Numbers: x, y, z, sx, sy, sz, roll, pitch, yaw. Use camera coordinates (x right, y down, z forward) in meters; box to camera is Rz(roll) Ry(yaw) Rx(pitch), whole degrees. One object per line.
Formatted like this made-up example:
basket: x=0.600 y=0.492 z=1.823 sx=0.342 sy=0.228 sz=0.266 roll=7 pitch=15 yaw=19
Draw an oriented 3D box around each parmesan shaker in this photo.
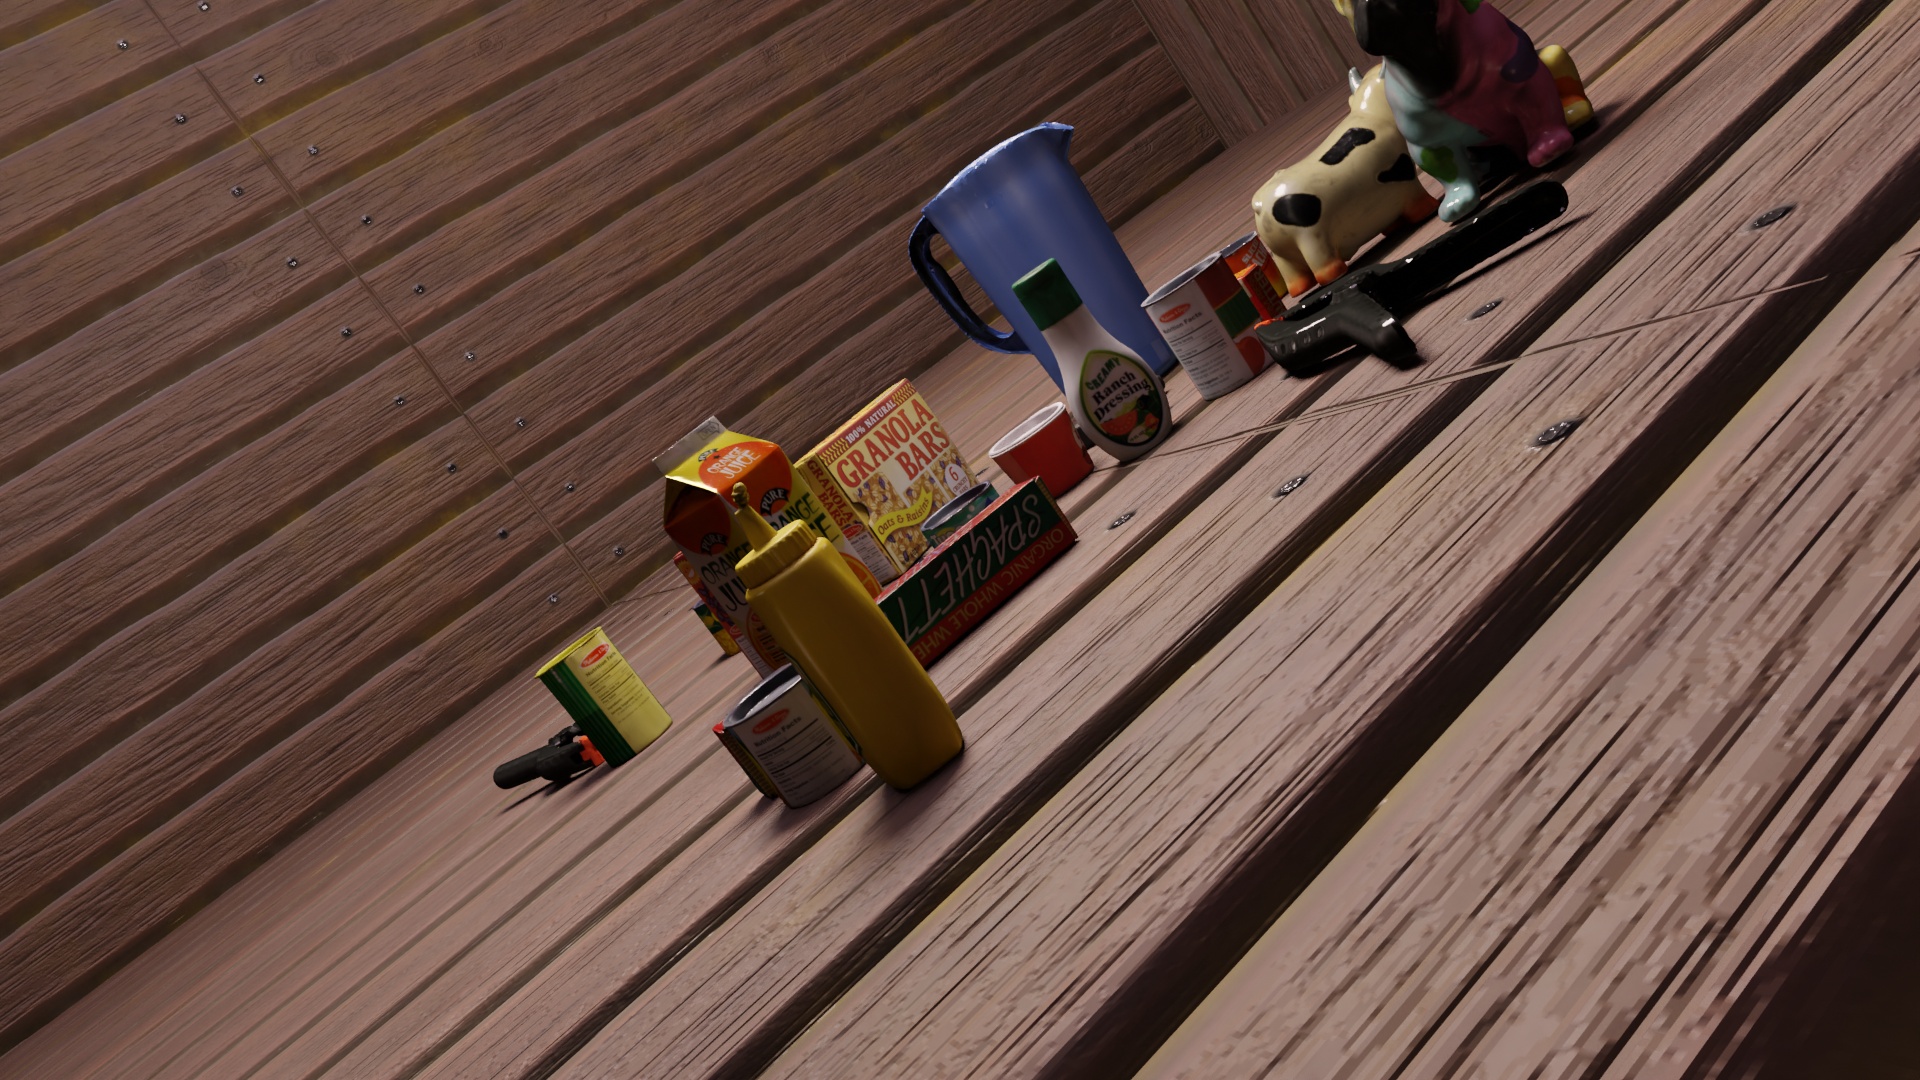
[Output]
parmesan shaker: x=-0.305 y=0.136 z=1.184 sx=0.071 sy=0.103 sz=0.071 roll=-34 pitch=10 yaw=7

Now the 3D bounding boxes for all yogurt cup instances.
yogurt cup: x=0.063 y=-0.063 z=1.038 sx=0.072 sy=0.054 sz=0.072 roll=-34 pitch=10 yaw=7

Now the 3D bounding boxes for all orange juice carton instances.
orange juice carton: x=-0.135 y=0.006 z=0.965 sx=0.072 sy=0.192 sz=0.072 roll=-27 pitch=13 yaw=42

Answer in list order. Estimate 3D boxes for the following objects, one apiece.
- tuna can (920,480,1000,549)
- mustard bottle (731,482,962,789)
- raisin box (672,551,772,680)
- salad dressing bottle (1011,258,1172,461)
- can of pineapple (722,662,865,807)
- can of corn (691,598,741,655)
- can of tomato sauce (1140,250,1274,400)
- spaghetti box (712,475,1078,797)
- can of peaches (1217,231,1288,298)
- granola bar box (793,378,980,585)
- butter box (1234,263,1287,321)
tuna can: x=0.004 y=-0.013 z=1.065 sx=0.071 sy=0.033 sz=0.071 roll=-34 pitch=10 yaw=7
mustard bottle: x=-0.061 y=0.041 z=0.648 sx=0.049 sy=0.160 sz=0.065 roll=-37 pitch=9 yaw=-8
raisin box: x=-0.159 y=0.037 z=1.104 sx=0.040 sy=0.123 sz=0.086 roll=-28 pitch=12 yaw=38
salad dressing bottle: x=0.091 y=-0.127 z=0.973 sx=0.064 sy=0.147 sz=0.044 roll=-35 pitch=9 yaw=0
can of pineapple: x=-0.083 y=0.100 z=0.744 sx=0.071 sy=0.058 sz=0.071 roll=-34 pitch=10 yaw=7
can of corn: x=-0.212 y=0.068 z=1.325 sx=0.071 sy=0.058 sz=0.071 roll=-34 pitch=10 yaw=7
can of tomato sauce: x=0.180 y=-0.152 z=0.987 sx=0.071 sy=0.083 sz=0.071 roll=-34 pitch=10 yaw=7
spaghetti box: x=-0.033 y=0.053 z=0.824 sx=0.251 sy=0.050 sz=0.028 roll=-39 pitch=10 yaw=-22
can of peaches: x=0.242 y=-0.223 z=1.191 sx=0.071 sy=0.058 sz=0.071 roll=-34 pitch=10 yaw=7
granola bar box: x=-0.059 y=-0.052 z=1.191 sx=0.039 sy=0.124 sz=0.166 roll=-28 pitch=12 yaw=37
butter box: x=0.207 y=-0.175 z=1.092 sx=0.024 sy=0.053 sz=0.103 roll=-41 pitch=11 yaw=-31
